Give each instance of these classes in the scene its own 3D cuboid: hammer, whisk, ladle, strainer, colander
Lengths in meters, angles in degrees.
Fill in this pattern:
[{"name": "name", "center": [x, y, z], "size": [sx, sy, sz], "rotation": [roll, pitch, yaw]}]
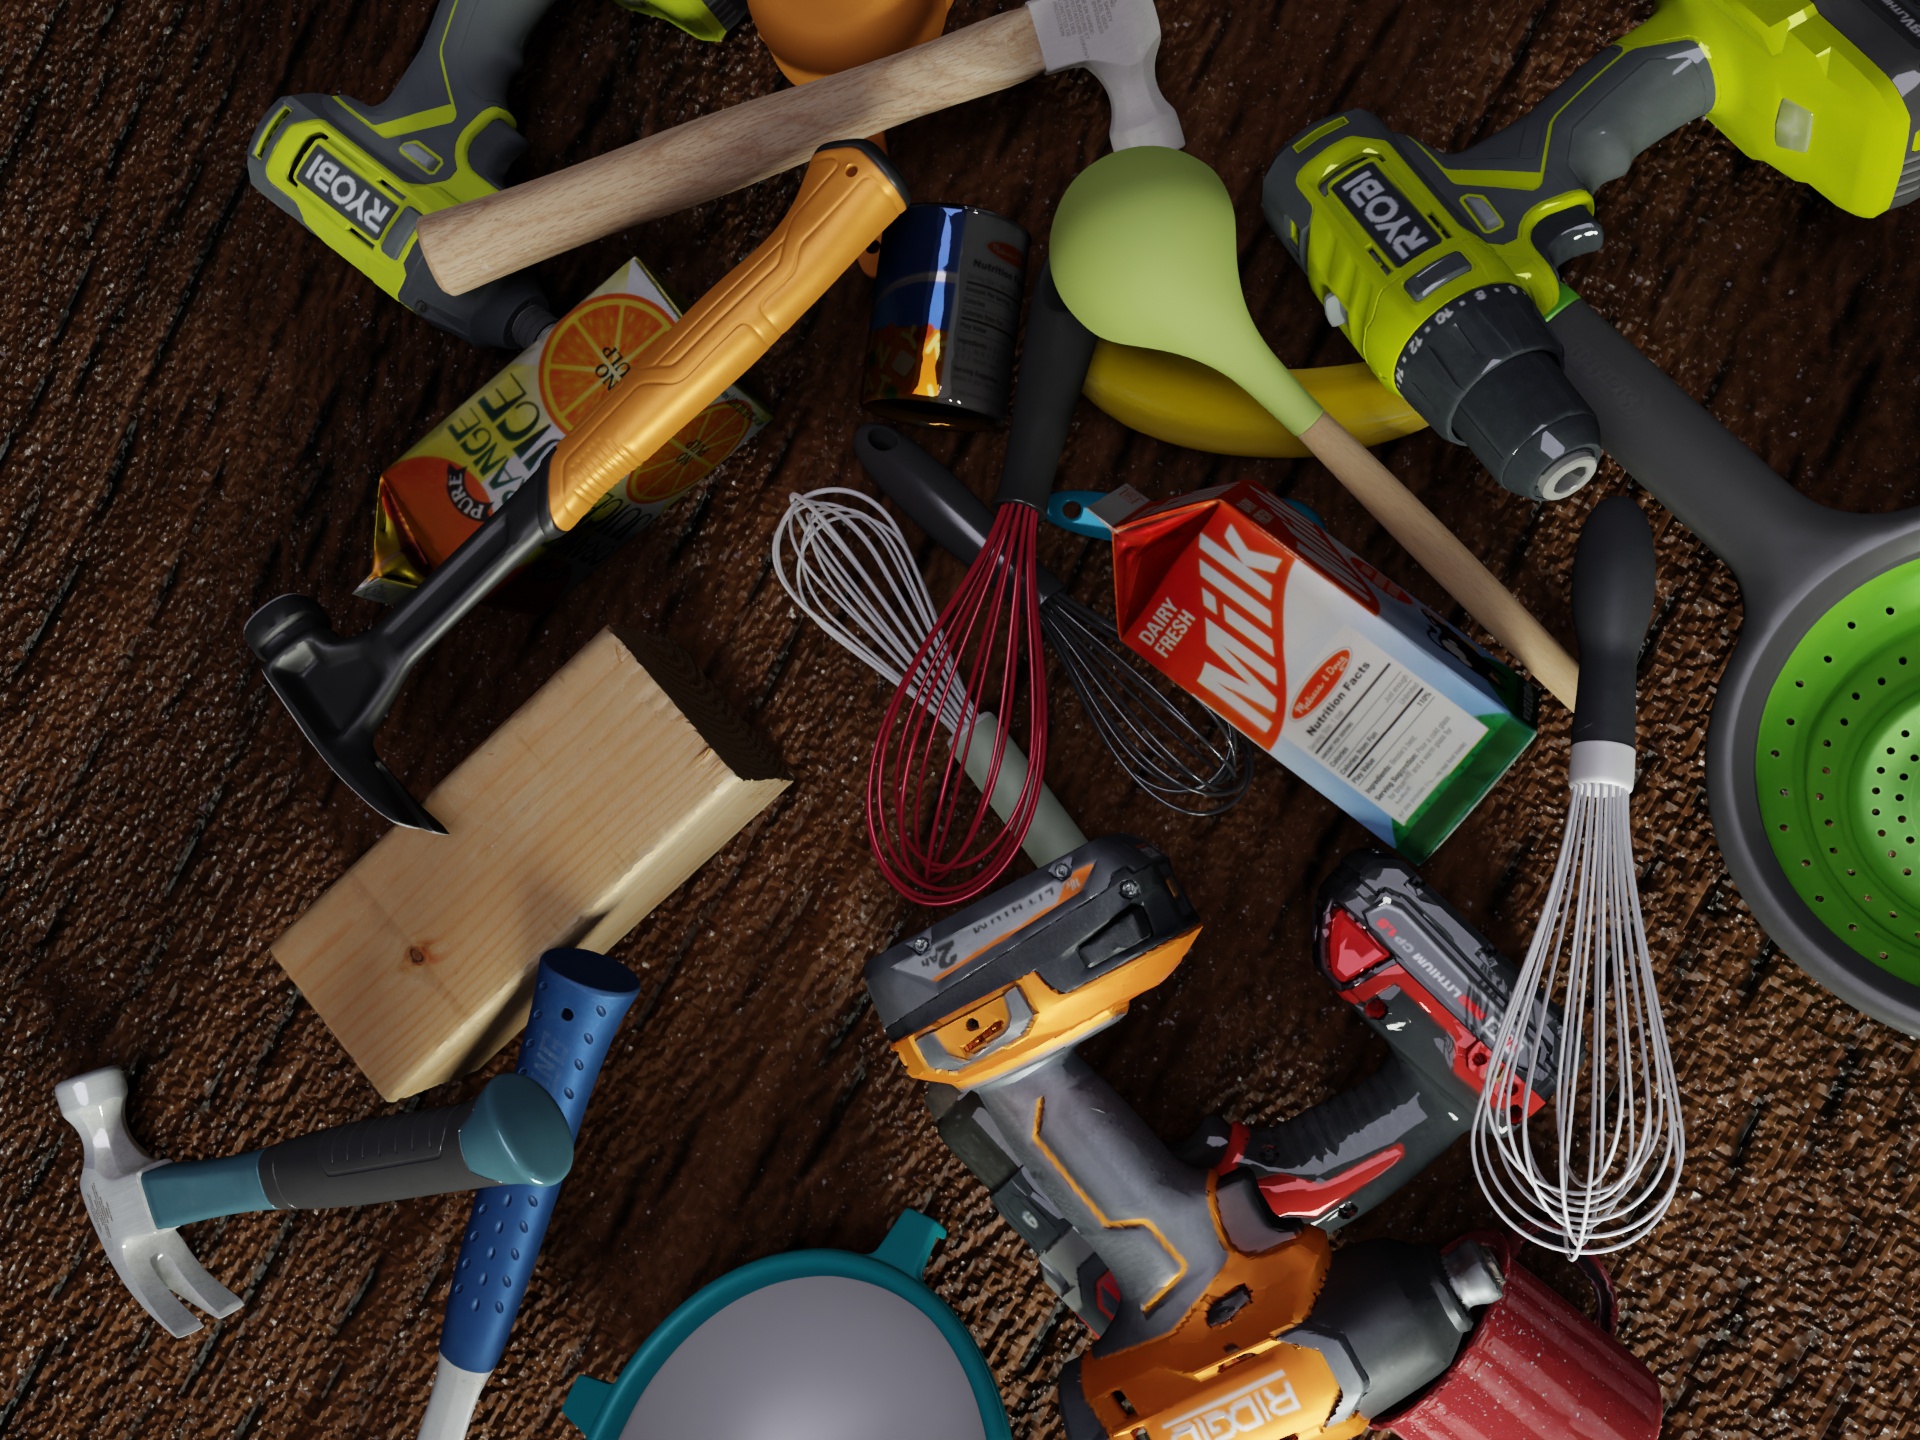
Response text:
[{"name": "hammer", "center": [-0.076, -0.258, 0.688], "size": [0.331, 0.031, 0.130], "rotation": [-19, 109, 2]}, {"name": "whisk", "center": [0.035, -0.049, 0.696], "size": [0.239, 0.055, 0.055], "rotation": [45, 95, 14]}, {"name": "ladle", "center": [0.161, -0.107, 0.651], "size": [0.320, 0.062, 0.078], "rotation": [43, 115, -9]}, {"name": "hammer", "center": [-0.224, 0.284, 0.694], "size": [0.144, 0.035, 0.405], "rotation": [23, 103, 12]}, {"name": "whisk", "center": [-0.001, -0.002, 0.700], "size": [0.058, 0.059, 0.246], "rotation": [-36, 87, -10]}, {"name": "hammer", "center": [-0.145, -0.106, 0.655], "size": [0.337, 0.034, 0.127], "rotation": [-44, 70, 3]}, {"name": "whisk", "center": [0.019, -0.069, 0.654], "size": [0.073, 0.073, 0.296], "rotation": [11, 78, 11]}, {"name": "hammer", "center": [-0.284, 0.193, 0.681], "size": [0.331, 0.033, 0.128], "rotation": [-18, 89, 35]}, {"name": "whisk", "center": [0.231, 0.048, 0.577], "size": [0.070, 0.070, 0.285], "rotation": [7, 75, 10]}, {"name": "strainer", "center": [-0.038, 0.379, 0.608], "size": [0.211, 0.095, 0.341], "rotation": [-30, 47, 11]}, {"name": "colander", "center": [0.347, -0.036, 0.625], "size": [0.204, 0.094, 0.397], "rotation": [-42, 63, 13]}]

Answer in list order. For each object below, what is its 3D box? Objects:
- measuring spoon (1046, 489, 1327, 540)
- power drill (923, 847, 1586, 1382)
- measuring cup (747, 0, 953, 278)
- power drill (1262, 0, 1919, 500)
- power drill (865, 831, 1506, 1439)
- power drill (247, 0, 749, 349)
[{"name": "measuring spoon", "center": [0.097, -0.085, 0.696], "size": [0.128, 0.021, 0.042], "rotation": [11, 89, 9]}, {"name": "power drill", "center": [0.114, 0.153, 0.650], "size": [0.188, 0.080, 0.226], "rotation": [44, 94, 9]}, {"name": "measuring cup", "center": [-0.050, -0.291, 0.717], "size": [0.095, 0.052, 0.174], "rotation": [-6, 84, 10]}, {"name": "power drill", "center": [0.257, -0.203, 0.623], "size": [0.228, 0.080, 0.191], "rotation": [-30, 60, 7]}, {"name": "power drill", "center": [0.080, 0.157, 0.582], "size": [0.164, 0.084, 0.226], "rotation": [-29, 81, 12]}, {"name": "power drill", "center": [-0.205, -0.292, 0.737], "size": [0.171, 0.080, 0.223], "rotation": [38, 98, 10]}]
